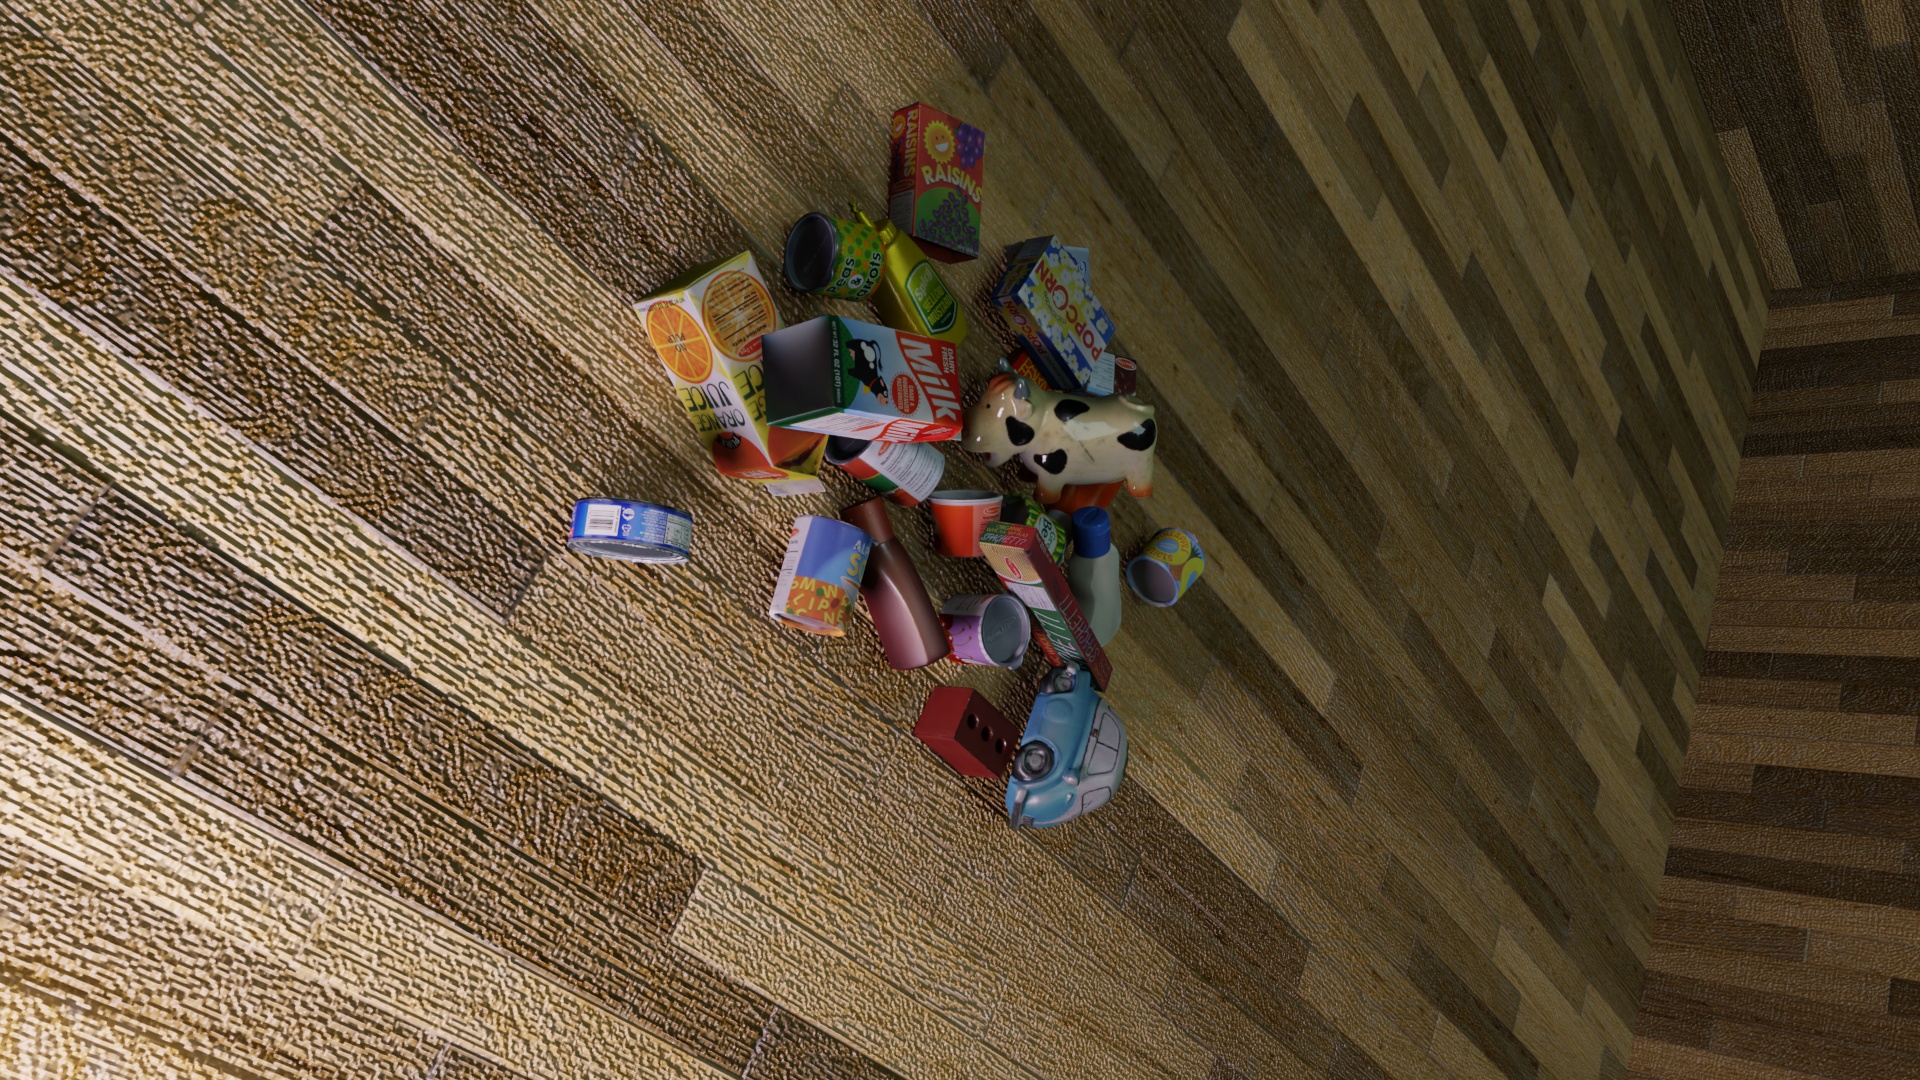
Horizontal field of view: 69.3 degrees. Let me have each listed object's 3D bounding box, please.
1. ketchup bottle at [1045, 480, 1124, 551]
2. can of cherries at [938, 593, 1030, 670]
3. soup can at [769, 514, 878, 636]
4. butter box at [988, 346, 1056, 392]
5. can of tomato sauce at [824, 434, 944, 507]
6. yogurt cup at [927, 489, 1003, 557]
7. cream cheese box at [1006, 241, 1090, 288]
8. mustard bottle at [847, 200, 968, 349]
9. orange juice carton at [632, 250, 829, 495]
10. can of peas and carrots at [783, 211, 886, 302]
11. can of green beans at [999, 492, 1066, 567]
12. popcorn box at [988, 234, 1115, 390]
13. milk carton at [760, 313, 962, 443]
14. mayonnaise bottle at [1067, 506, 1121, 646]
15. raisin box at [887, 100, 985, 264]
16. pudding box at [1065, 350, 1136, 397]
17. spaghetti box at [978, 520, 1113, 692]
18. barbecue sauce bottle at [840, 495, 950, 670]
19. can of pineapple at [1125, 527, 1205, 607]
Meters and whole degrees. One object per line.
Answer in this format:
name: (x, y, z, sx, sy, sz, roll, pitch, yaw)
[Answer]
ketchup bottle: (0.118, -0.044, 1.387, 0.064, 0.043, 0.149, 53, 54, -27)
can of cherries: (0.021, 0.084, 1.272, 0.071, 0.058, 0.071, 3, 86, -47)
soup can: (-0.111, 0.030, 1.132, 0.071, 0.071, 0.084, 28, 69, -42)
butter box: (0.071, -0.134, 1.356, 0.053, 0.024, 0.103, -54, 124, -33)
can of tomato sauce: (-0.065, -0.075, 1.188, 0.083, 0.071, 0.071, 35, 64, -40)
yogurt cup: (0.004, -0.016, 1.257, 0.072, 0.072, 0.053, -10, 104, -45)
cream cheese box: (0.089, -0.267, 1.380, 0.104, 0.024, 0.053, -7, 95, -45)
mustard bottle: (-0.053, -0.229, 1.215, 0.159, 0.049, 0.065, 55, 52, -29)
orange juice carton: (-0.167, -0.118, 1.079, 0.073, 0.071, 0.192, -42, 117, -38)
can of peas and carrots: (-0.102, -0.232, 1.151, 0.059, 0.071, 0.071, 2, 87, -46)
can of green beans: (0.056, -0.004, 1.306, 0.057, 0.071, 0.071, 38, 62, -38)
popcorn box: (0.091, -0.217, 1.334, 0.126, 0.038, 0.085, 50, 56, -33)
milk carton: (-0.061, -0.121, 1.087, 0.191, 0.073, 0.072, 5, 78, -51)
mayonnaise bottle: (0.130, 0.036, 1.364, 0.065, 0.041, 0.147, -42, 139, -39)
raisin box: (-0.022, -0.322, 1.259, 0.086, 0.040, 0.123, 9, 82, -44)
pudding box: (0.146, -0.168, 1.430, 0.084, 0.030, 0.049, 9, 81, -45)
spaghetti box: (0.084, 0.066, 1.299, 0.029, 0.050, 0.249, -63, 144, -26)
barbecue sauce bottle: (-0.060, 0.037, 1.192, 0.044, 0.064, 0.148, -26, 98, -37)
can of pineapple: (0.217, 0.027, 1.468, 0.058, 0.071, 0.070, -42, 117, -38)
